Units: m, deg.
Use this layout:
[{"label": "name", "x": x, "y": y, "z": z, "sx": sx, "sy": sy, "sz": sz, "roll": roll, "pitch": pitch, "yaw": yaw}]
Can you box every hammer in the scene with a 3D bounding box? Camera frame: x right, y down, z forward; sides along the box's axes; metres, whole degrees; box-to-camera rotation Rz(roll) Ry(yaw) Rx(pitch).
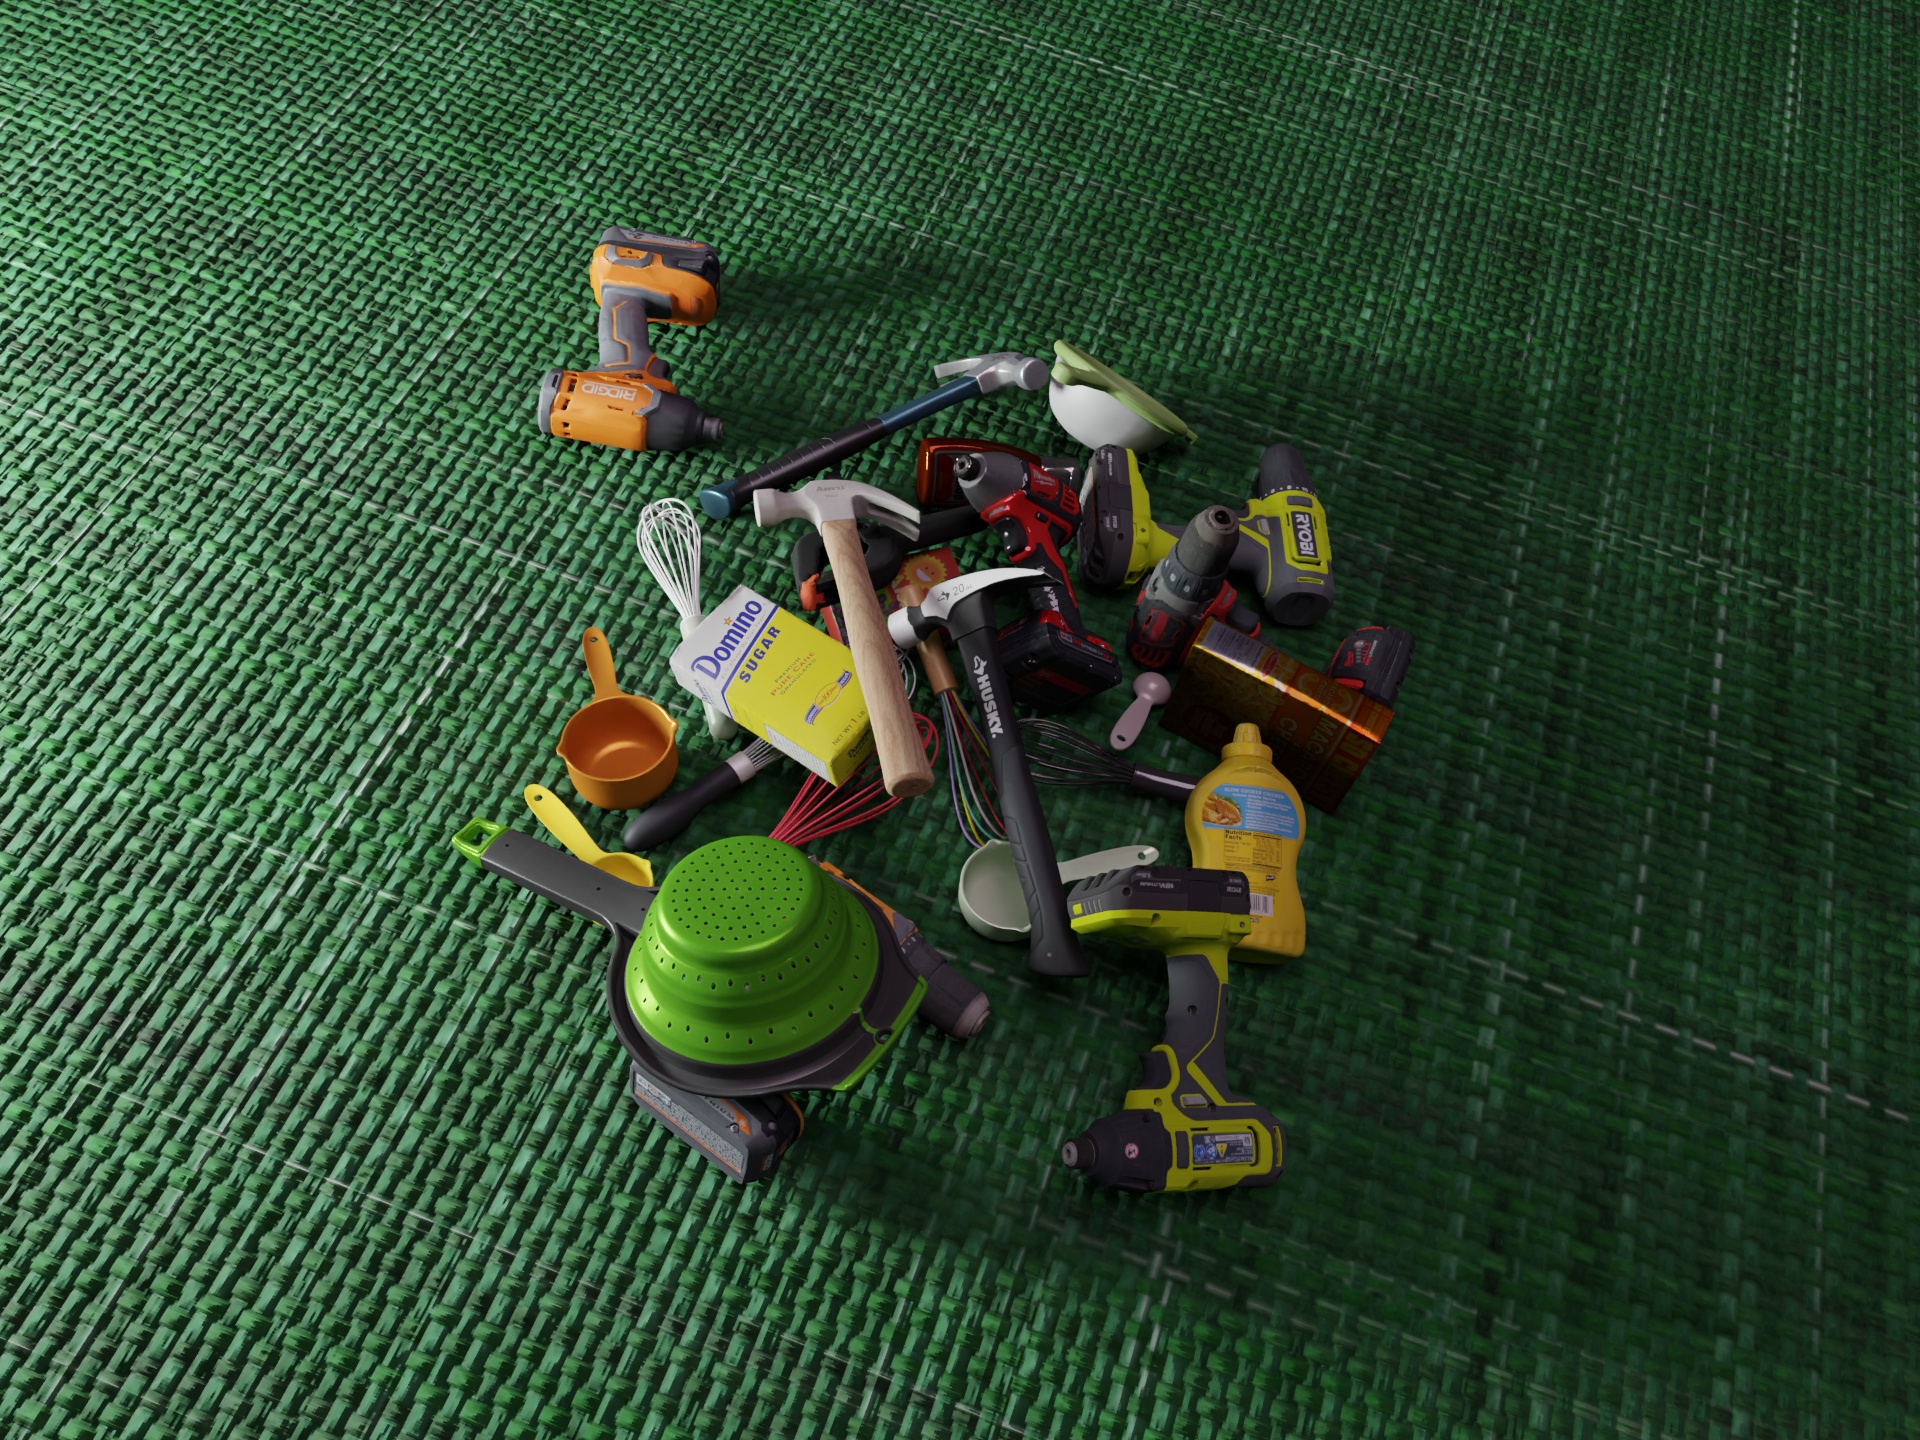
[{"label": "hammer", "x": -0.071, "y": -0.074, "z": 1.238, "sx": 0.130, "sy": 0.031, "sz": 0.332, "roll": -8, "pitch": 50, "yaw": -12}, {"label": "hammer", "x": -0.086, "y": -0.265, "z": 1.465, "sx": 0.331, "sy": 0.033, "sz": 0.128, "roll": -28, "pitch": 25, "yaw": -16}, {"label": "hammer", "x": 0.044, "y": 0.038, "z": 1.227, "sx": 0.146, "sy": 0.035, "sz": 0.335, "roll": -24, "pitch": 68, "yaw": 24}]

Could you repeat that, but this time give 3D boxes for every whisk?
[{"label": "whisk", "x": -0.230, "y": -0.089, "z": 1.354, "sx": 0.059, "sy": 0.057, "sz": 0.247, "roll": -28, "pitch": 63, "yaw": 15}, {"label": "whisk", "x": 0.144, "y": 0.046, "z": 1.318, "sx": 0.239, "sy": 0.055, "sz": 0.055, "roll": 15, "pitch": 56, "yaw": -3}, {"label": "whisk", "x": 0.000, "y": -0.005, "z": 1.310, "sx": 0.051, "sy": 0.047, "sz": 0.245, "roll": -13, "pitch": 70, "yaw": -21}, {"label": "whisk", "x": -0.133, "y": 0.088, "z": 1.245, "sx": 0.296, "sy": 0.073, "sz": 0.073, "roll": -39, "pitch": 70, "yaw": -21}, {"label": "whisk", "x": -0.152, "y": 0.020, "z": 1.284, "sx": 0.284, "sy": 0.070, "sz": 0.070, "roll": -36, "pitch": 68, "yaw": -21}]

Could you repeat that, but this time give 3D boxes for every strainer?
[{"label": "strainer", "x": 0.118, "y": -0.286, "z": 1.459, "sx": 0.151, "sy": 0.069, "sz": 0.256, "roll": 38, "pitch": 18, "yaw": 13}]

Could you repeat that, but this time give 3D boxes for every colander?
[{"label": "colander", "x": -0.214, "y": 0.121, "z": 1.115, "sx": 0.397, "sy": 0.094, "sz": 0.204, "roll": 20, "pitch": 47, "yaw": 25}]

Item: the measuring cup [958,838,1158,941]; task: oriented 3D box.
[{"label": "measuring cup", "x": 0.077, "y": 0.129, "z": 1.260, "sx": 0.167, "sy": 0.038, "sz": 0.083, "roll": -11, "pitch": 59, "yaw": -17}]

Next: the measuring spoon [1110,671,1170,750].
[{"label": "measuring spoon", "x": 0.152, "y": -0.010, "z": 1.347, "sx": 0.034, "sy": 0.018, "sz": 0.124, "roll": 28, "pitch": 36, "yaw": 8}]

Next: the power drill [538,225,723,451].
[{"label": "power drill", "x": -0.289, "y": -0.348, "z": 1.492, "sx": 0.164, "sy": 0.084, "sz": 0.227, "roll": 10, "pitch": 60, "yaw": -3}]

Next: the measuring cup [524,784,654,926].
[{"label": "measuring cup", "x": -0.292, "y": 0.103, "z": 1.233, "sx": 0.062, "sy": 0.029, "sz": 0.157, "roll": -34, "pitch": 56, "yaw": -24}]

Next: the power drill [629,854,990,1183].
[{"label": "power drill", "x": -0.103, "y": 0.223, "z": 1.148, "sx": 0.185, "sy": 0.084, "sz": 0.226, "roll": 33, "pitch": 54, "yaw": 13}]

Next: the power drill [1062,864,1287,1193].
[{"label": "power drill", "x": 0.144, "y": 0.221, "z": 1.135, "sx": 0.171, "sy": 0.080, "sz": 0.223, "roll": 6, "pitch": 73, "yaw": -28}]

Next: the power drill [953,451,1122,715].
[{"label": "power drill", "x": 0.058, "y": -0.127, "z": 1.354, "sx": 0.143, "sy": 0.078, "sz": 0.220, "roll": 22, "pitch": 51, "yaw": -47}]

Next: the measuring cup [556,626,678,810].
[{"label": "measuring cup", "x": -0.280, "y": -0.001, "z": 1.284, "sx": 0.095, "sy": 0.052, "sz": 0.174, "roll": -13, "pitch": 49, "yaw": -12}]

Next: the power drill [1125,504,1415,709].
[{"label": "power drill", "x": 0.261, "y": -0.076, "z": 1.335, "sx": 0.227, "sy": 0.187, "sz": 0.080, "roll": 27, "pitch": 56, "yaw": 5}]

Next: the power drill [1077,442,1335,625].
[{"label": "power drill", "x": 0.227, "y": -0.187, "z": 1.466, "sx": 0.228, "sy": 0.080, "sz": 0.191, "roll": 6, "pitch": 57, "yaw": -8}]
